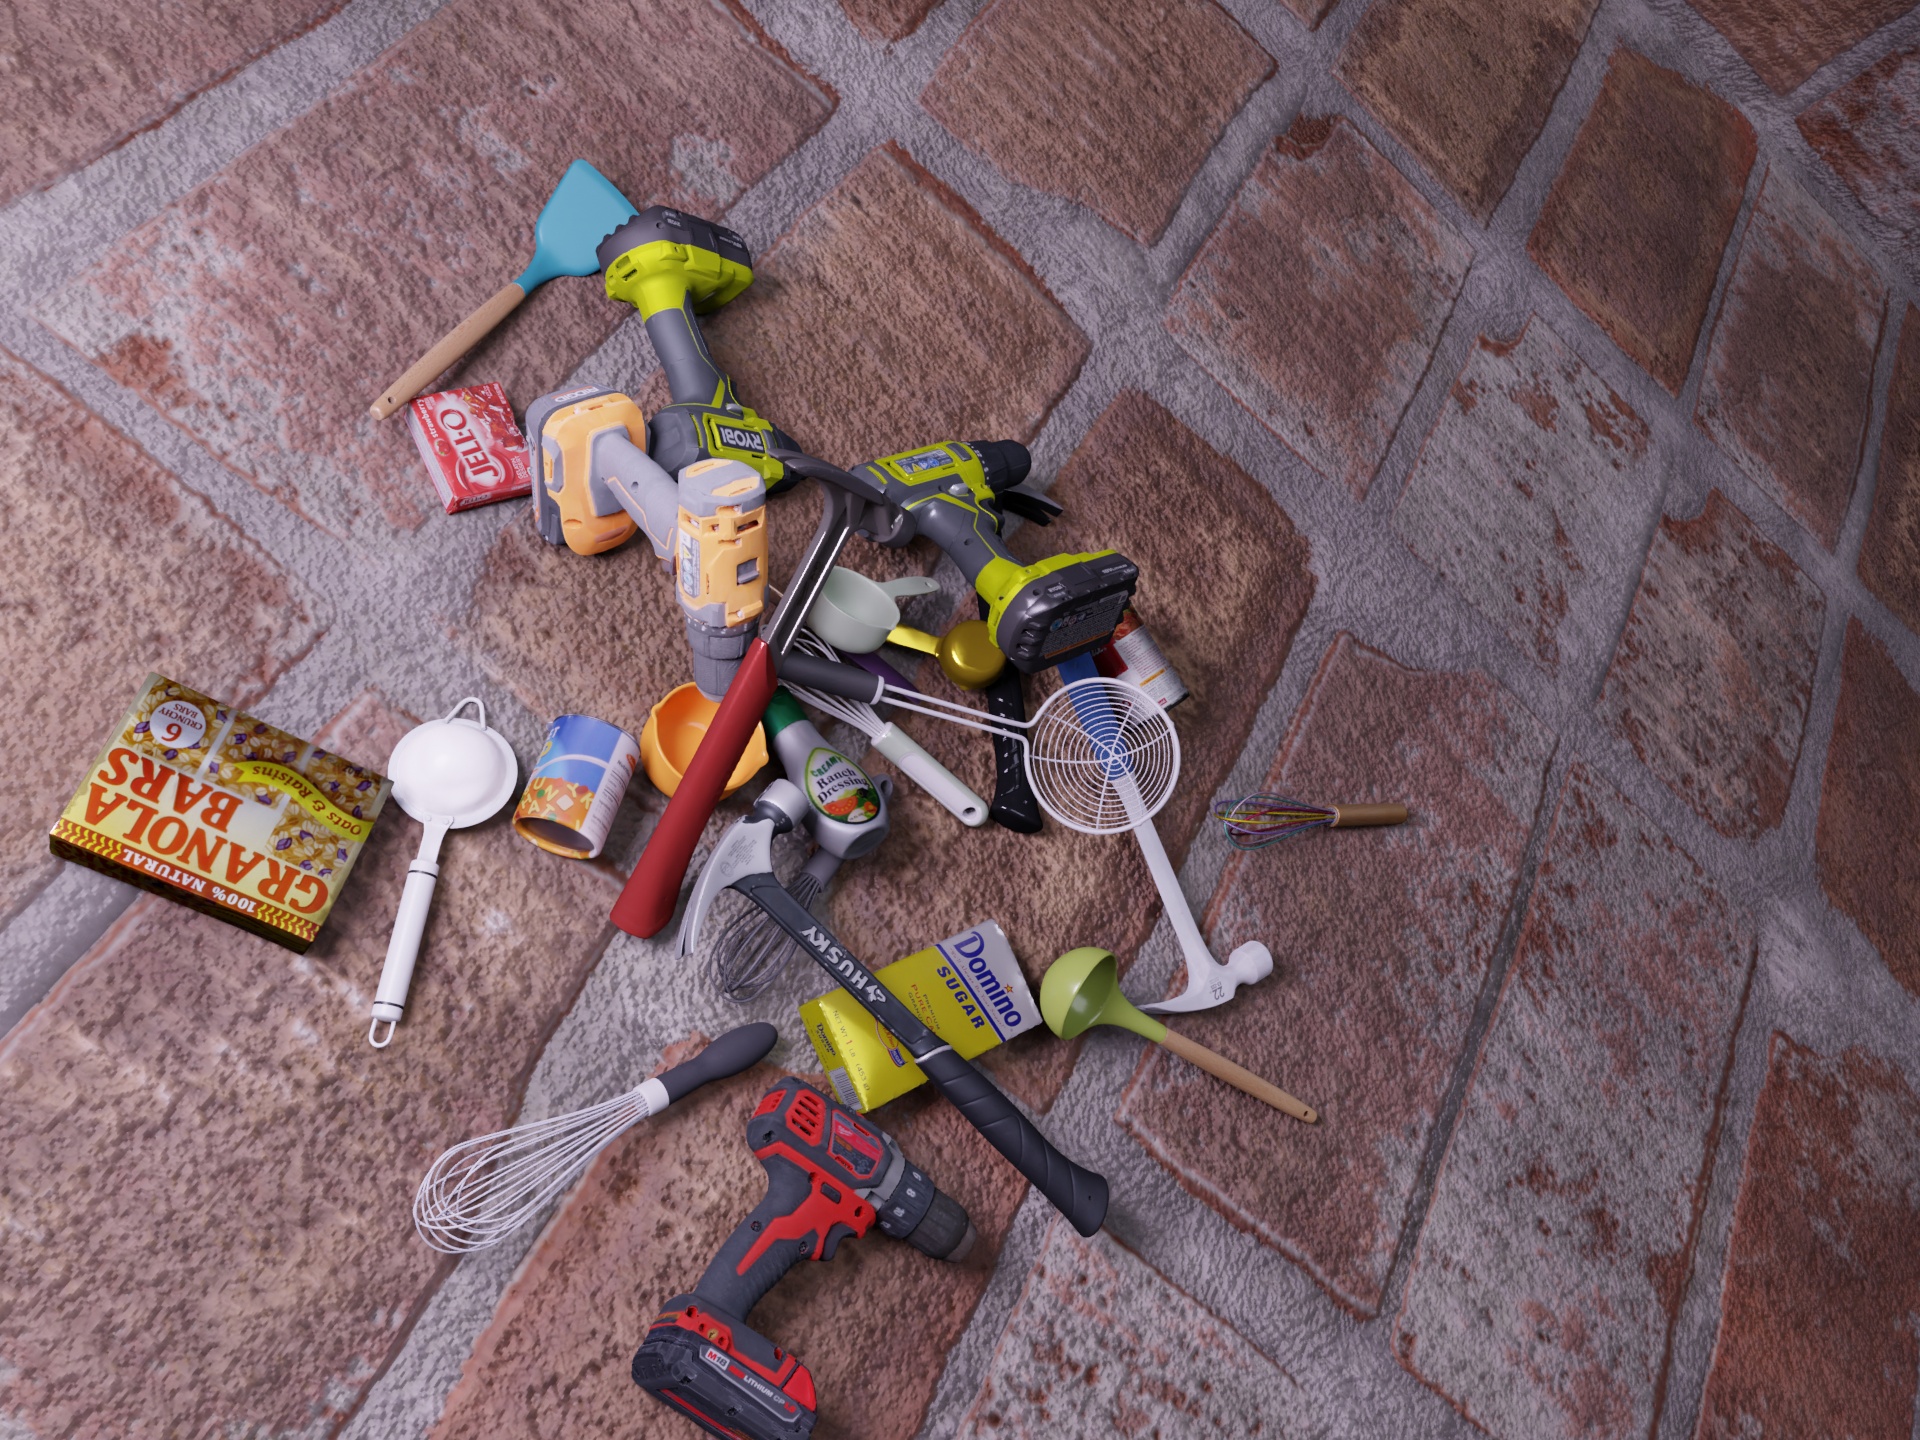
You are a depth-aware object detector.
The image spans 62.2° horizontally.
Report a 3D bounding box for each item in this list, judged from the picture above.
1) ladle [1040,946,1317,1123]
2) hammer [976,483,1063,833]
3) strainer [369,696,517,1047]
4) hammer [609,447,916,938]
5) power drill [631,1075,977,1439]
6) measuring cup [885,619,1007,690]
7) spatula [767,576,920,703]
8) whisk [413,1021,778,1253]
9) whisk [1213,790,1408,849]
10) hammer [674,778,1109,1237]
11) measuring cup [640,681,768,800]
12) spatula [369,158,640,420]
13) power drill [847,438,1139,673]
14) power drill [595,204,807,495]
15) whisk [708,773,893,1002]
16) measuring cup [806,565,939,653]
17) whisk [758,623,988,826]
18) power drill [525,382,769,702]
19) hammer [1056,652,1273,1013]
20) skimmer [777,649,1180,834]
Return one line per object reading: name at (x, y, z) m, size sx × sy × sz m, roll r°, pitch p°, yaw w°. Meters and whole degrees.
ladle at (0.189, 0.272, 1.303) m, size 0.320 × 0.062 × 0.078 m, roll 32°, pitch 86°, yaw -26°
hammer at (0.038, -0.065, 1.385) m, size 0.146 × 0.035 × 0.335 m, roll 4°, pitch 68°, yaw -29°
strainer at (-0.361, 0.094, 1.080) m, size 0.087 × 0.050 × 0.259 m, roll 11°, pitch 67°, yaw -9°
hammer at (-0.158, -0.011, 1.110) m, size 0.149 × 0.037 × 0.359 m, roll 19°, pitch 101°, yaw -57°
power drill at (-0.099, 0.383, 1.094) m, size 0.187 × 0.080 × 0.227 m, roll 39°, pitch 53°, yaw -12°
measuring cup at (-0.034, -0.071, 1.326) m, size 0.156 × 0.029 × 0.062 m, roll 17°, pitch 72°, yaw -7°
spatula at (-0.159, -0.110, 1.290) m, size 0.315 × 0.018 × 0.060 m, roll 36°, pitch 14°, yaw -9°
whisk at (-0.236, 0.268, 1.072) m, size 0.284 × 0.070 × 0.070 m, roll -23°, pitch 83°, yaw -40°
whisk at (0.335, 0.092, 1.492) m, size 0.244 × 0.047 × 0.051 m, roll 1°, pitch 68°, yaw -34°
hammer at (-0.035, 0.234, 1.159) m, size 0.408 × 0.036 × 0.149 m, roll 46°, pitch 56°, yaw -11°
measuring cup at (-0.190, -0.015, 1.221) m, size 0.095 × 0.052 × 0.174 m, roll 25°, pitch 55°, yaw -19°
spatula at (-0.358, -0.330, 1.244) m, size 0.082 × 0.044 × 0.318 m, roll 45°, pitch 47°, yaw -18°
power drill at (0.037, -0.152, 1.316) m, size 0.190 × 0.080 × 0.229 m, roll -22°, pitch 56°, yaw -38°
power drill at (-0.204, -0.291, 1.299) m, size 0.171 × 0.080 × 0.223 m, roll -2°, pitch 72°, yaw -57°
whisk at (-0.116, 0.120, 1.213) m, size 0.055 × 0.055 × 0.239 m, roll 43°, pitch 50°, yaw -8°
measuring cup at (-0.068, -0.093, 1.301) m, size 0.083 × 0.038 × 0.167 m, roll 42°, pitch 27°, yaw 16°
whisk at (-0.069, 0.006, 1.286) m, size 0.246 × 0.058 × 0.059 m, roll 41°, pitch 17°, yaw -15°
power drill at (-0.223, -0.130, 1.168) m, size 0.084 × 0.185 × 0.226 m, roll -28°, pitch 48°, yaw -36°
hammer at (0.139, 0.059, 1.367) m, size 0.144 × 0.035 × 0.405 m, roll -22°, pitch 89°, yaw -35°
skimmer at (-0.002, -0.004, 1.244) m, size 0.363 × 0.090 × 0.127 m, roll 16°, pitch 95°, yaw -23°
